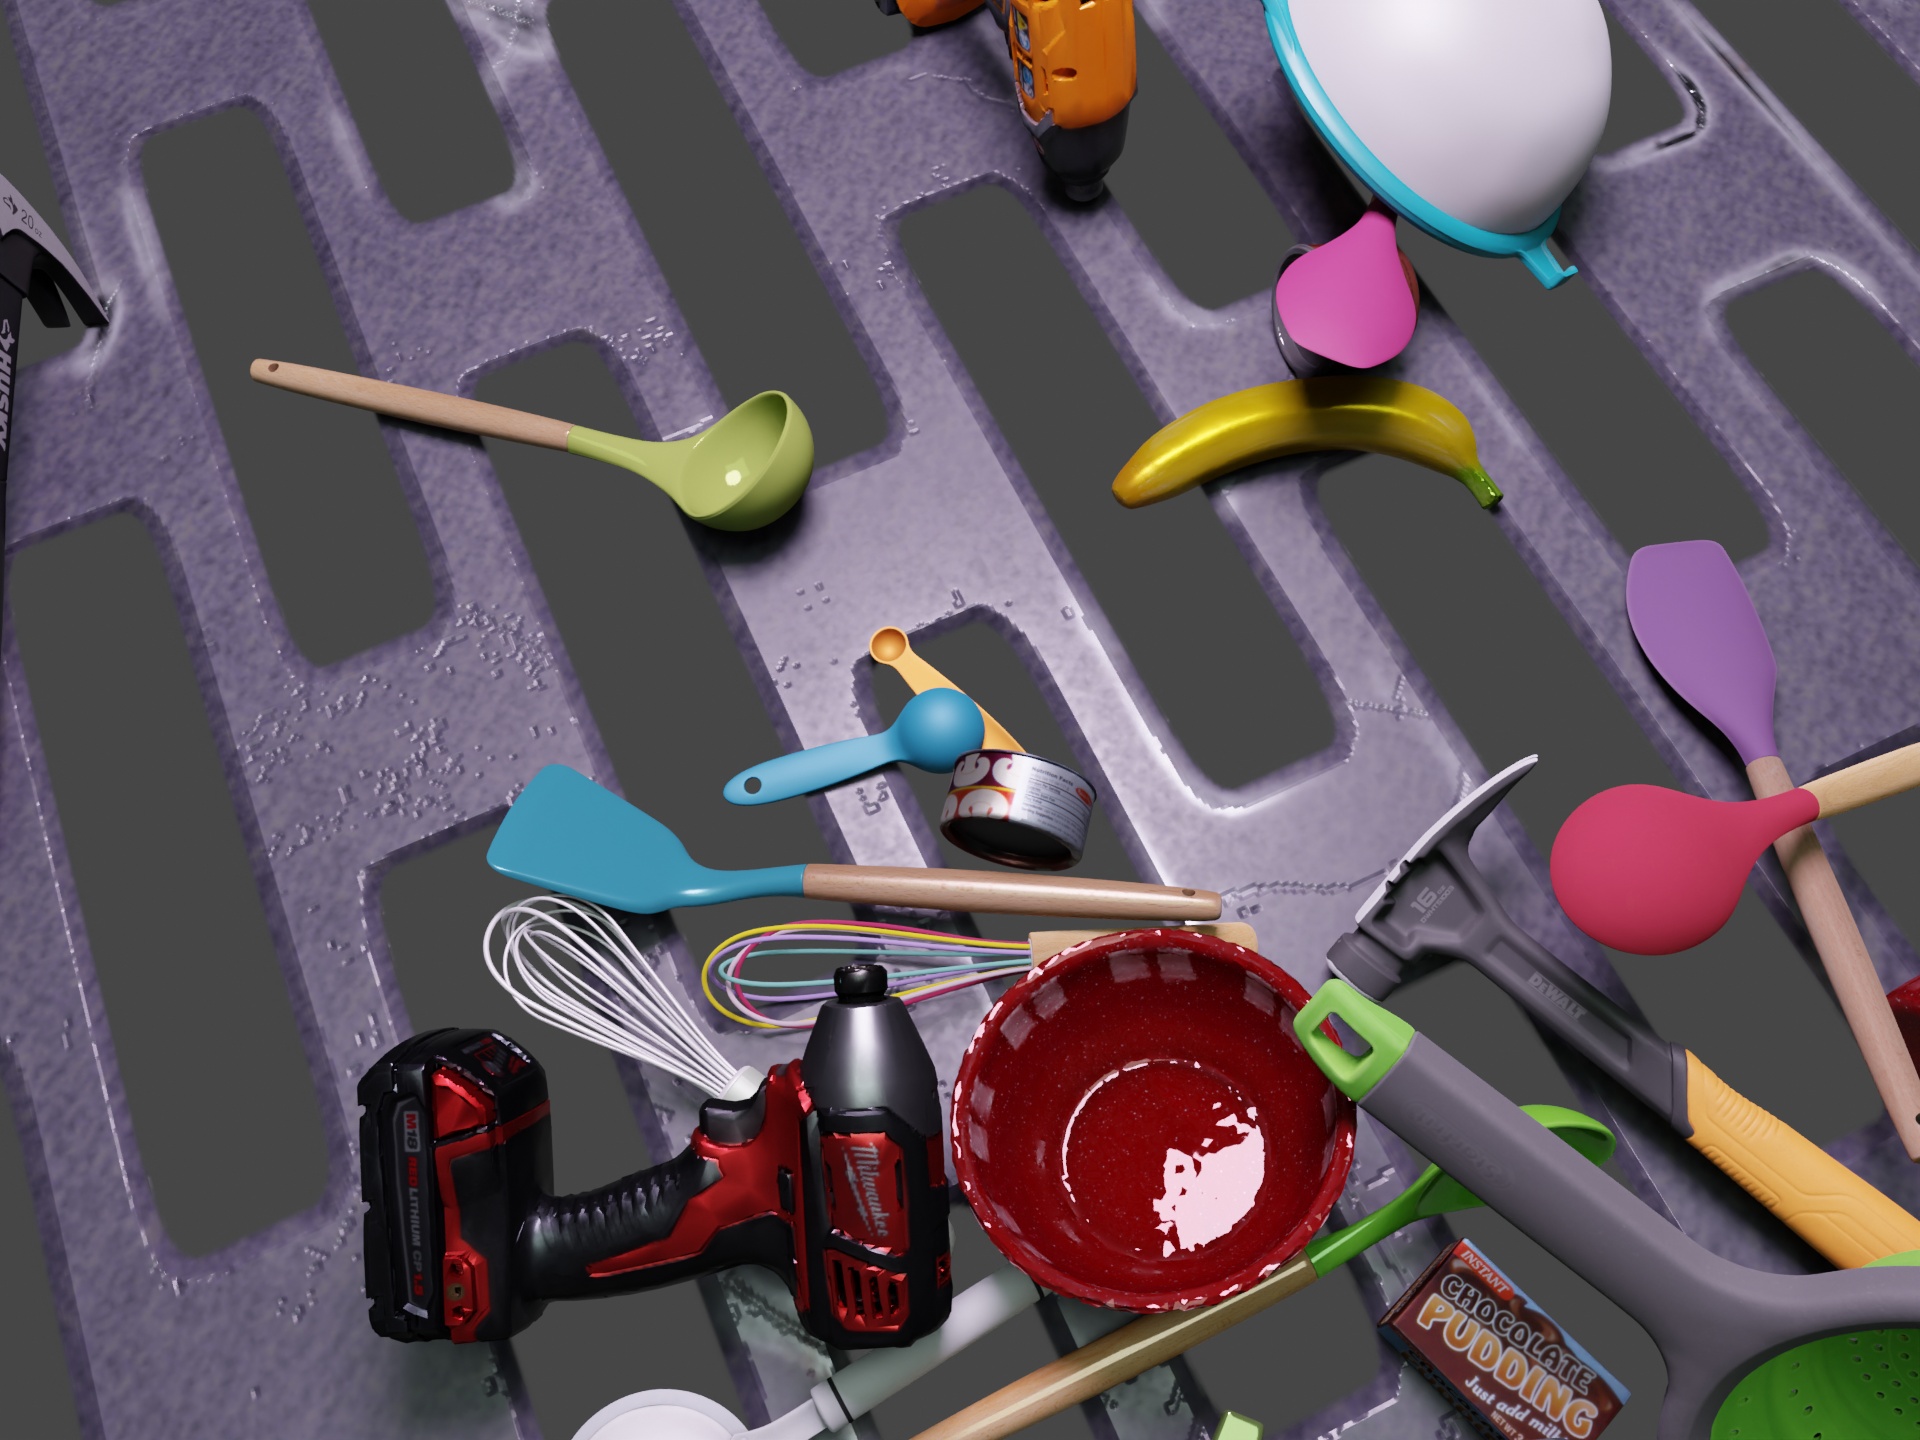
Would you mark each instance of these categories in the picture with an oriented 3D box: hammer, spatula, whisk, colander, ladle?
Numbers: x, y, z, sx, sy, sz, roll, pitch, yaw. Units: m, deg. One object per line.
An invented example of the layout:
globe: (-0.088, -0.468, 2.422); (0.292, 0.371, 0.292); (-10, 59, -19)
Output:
hammer: (-0.478, -0.104, 0.778); (0.035, 0.146, 0.335); (-4, 77, 0)
spatula: (-0.044, 0.065, 0.705); (0.317, 0.044, 0.082); (3, 31, 7)
whisk: (0.009, 0.108, 0.704); (0.245, 0.051, 0.047); (-3, 87, -4)
colander: (0.301, 0.211, 0.584); (0.397, 0.204, 0.094); (38, 37, 11)
hammer: (0.320, 0.161, 0.651); (0.337, 0.034, 0.127); (40, 104, 14)
whisk: (-0.104, 0.153, 0.680); (0.246, 0.057, 0.059); (35, 41, 11)
ladle: (-0.226, -0.157, 0.816); (0.320, 0.062, 0.078); (14, 65, 10)
spatula: (0.363, 0.041, 0.707); (0.060, 0.018, 0.316); (-7, 55, 3)
ladle: (0.377, 0.032, 0.680); (0.315, 0.031, 0.069); (-14, 69, -26)

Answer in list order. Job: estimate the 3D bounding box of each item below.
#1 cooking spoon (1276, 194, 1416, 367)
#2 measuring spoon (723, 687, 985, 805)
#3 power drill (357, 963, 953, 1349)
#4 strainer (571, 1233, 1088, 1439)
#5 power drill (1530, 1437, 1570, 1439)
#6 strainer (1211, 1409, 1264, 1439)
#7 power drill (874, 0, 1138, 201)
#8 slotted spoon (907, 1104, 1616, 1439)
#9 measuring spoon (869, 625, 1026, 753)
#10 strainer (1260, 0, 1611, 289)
cooking spoon: (0.225, -0.280, 0.829); (0.069, 0.017, 0.319); (23, 51, 5)
measuring spoon: (-0.051, 0.015, 0.747); (0.128, 0.021, 0.042); (-17, 74, -1)
power drill: (-0.114, 0.171, 0.626); (0.219, 0.078, 0.143); (-3, 88, 5)
strainer: (-0.059, 0.274, 0.629); (0.258, 0.050, 0.087); (-28, 84, -14)
power drill: (0.231, 0.381, 0.510); (0.228, 0.080, 0.190); (44, 44, 11)
strainer: (0.023, 0.365, 0.568); (0.256, 0.069, 0.152); (-20, 70, -7)
power drill: (0.022, -0.398, 0.875); (0.084, 0.164, 0.227); (-27, 56, -10)
slotted spoon: (0.117, 0.228, 0.640); (0.314, 0.070, 0.031); (-25, 48, -3)
measuring spoon: (-0.001, -0.002, 0.767); (0.021, 0.011, 0.117); (-43, 75, -7)
strainer: (0.210, -0.372, 0.788); (0.340, 0.095, 0.211); (22, 56, -25)
